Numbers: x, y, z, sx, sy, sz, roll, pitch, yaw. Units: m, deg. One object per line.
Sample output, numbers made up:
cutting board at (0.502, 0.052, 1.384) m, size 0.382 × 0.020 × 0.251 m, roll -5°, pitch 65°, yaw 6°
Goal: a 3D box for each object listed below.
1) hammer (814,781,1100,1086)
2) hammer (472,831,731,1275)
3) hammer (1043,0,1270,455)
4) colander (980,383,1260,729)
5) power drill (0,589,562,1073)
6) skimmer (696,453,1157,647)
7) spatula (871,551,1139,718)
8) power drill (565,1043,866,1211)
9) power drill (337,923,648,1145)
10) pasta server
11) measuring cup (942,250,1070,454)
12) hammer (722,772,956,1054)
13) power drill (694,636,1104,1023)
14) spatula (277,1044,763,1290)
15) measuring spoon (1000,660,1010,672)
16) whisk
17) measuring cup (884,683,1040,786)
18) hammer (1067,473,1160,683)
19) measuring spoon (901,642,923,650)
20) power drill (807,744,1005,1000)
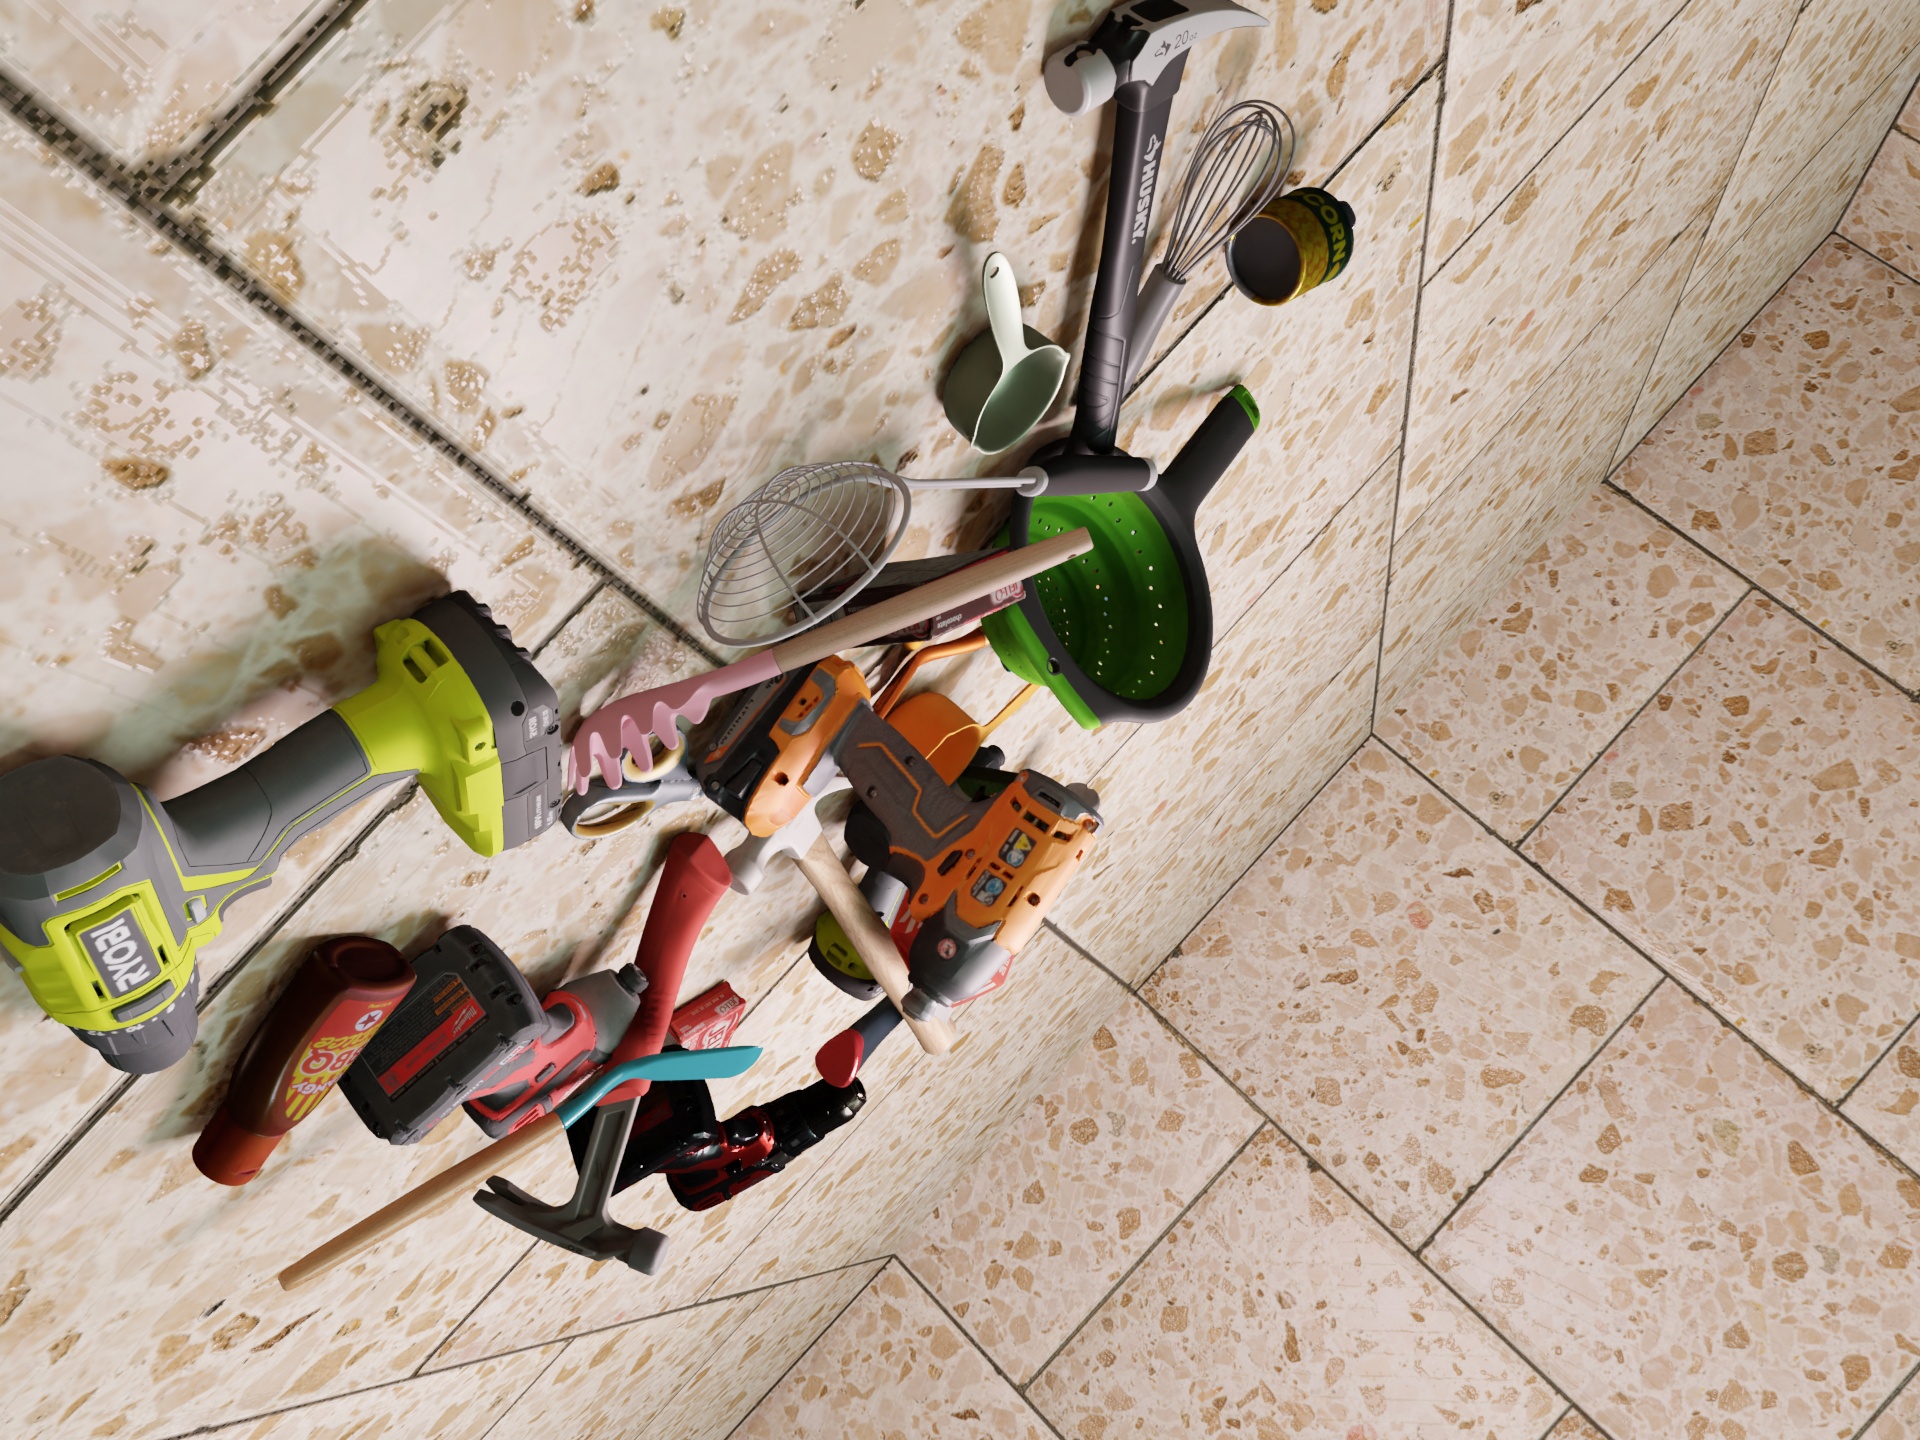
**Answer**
hammer at (0.000, 0.203, 1.421) m, size 0.386 × 0.038 × 0.143 m, roll -40°, pitch 157°, yaw -42°
hammer at (-0.241, 0.234, 1.128) m, size 0.037 × 0.149 × 0.359 m, roll -58°, pitch 169°, yaw -66°
hammer at (0.096, -0.264, 0.934) m, size 0.146 × 0.035 × 0.334 m, roll -38°, pitch 154°, yaw -26°
colander at (0.117, -0.134, 1.166) m, size 0.094 × 0.204 × 0.397 m, roll -20°, pitch -157°, yaw 44°
power drill at (-0.292, 0.055, 0.693) m, size 0.228 × 0.080 × 0.190 m, roll -32°, pitch 155°, yaw -31°
skimmer at (0.004, -0.107, 0.919) m, size 0.363 × 0.127 × 0.090 m, roll -13°, pitch 100°, yaw -48°
spatula at (0.037, -0.062, 1.175) m, size 0.322 × 0.041 × 0.081 m, roll -28°, pitch 175°, yaw -28°
power drill at (-0.194, 0.332, 1.304) m, size 0.188 × 0.080 × 0.226 m, roll -30°, pitch 151°, yaw 8°
power drill at (-0.279, 0.196, 0.987) m, size 0.143 × 0.079 × 0.219 m, roll -41°, pitch 164°, yaw -3°
pasta server at (-0.073, -0.036, 0.875) m, size 0.316 × 0.040 × 0.060 m, roll -22°, pitch 169°, yaw 1°
measuring cup at (0.017, -0.214, 0.891) m, size 0.083 × 0.038 × 0.167 m, roll -44°, pitch 158°, yaw -10°
hammer at (-0.072, 0.158, 1.219) m, size 0.130 × 0.031 × 0.331 m, roll -55°, pitch 140°, yaw -25°
power drill at (-0.048, 0.067, 0.972) m, size 0.164 × 0.226 × 0.084 m, roll -55°, pitch 162°, yaw -7°
spatula at (-0.275, 0.279, 1.018) m, size 0.317 × 0.044 × 0.082 m, roll -27°, pitch 167°, yaw -28°
measuring spoon at (0.053, -0.058, 1.305) m, size 0.042 × 0.021 × 0.128 m, roll -51°, pitch 170°, yaw 5°
whisk at (0.134, -0.278, 1.002) m, size 0.055 × 0.055 × 0.238 m, roll -26°, pitch 156°, yaw -46°
measuring cup at (-0.002, -0.004, 1.233) m, size 0.173 × 0.052 × 0.095 m, roll -40°, pitch 159°, yaw -26°
hammer at (0.139, -0.094, 1.385) m, size 0.128 × 0.033 × 0.330 m, roll -46°, pitch 161°, yaw -8°
measuring spoon at (0.000, -0.076, 1.156) m, size 0.117 × 0.011 × 0.021 m, roll -31°, pitch 155°, yaw -40°
power drill at (-0.042, 0.122, 1.353) m, size 0.171 × 0.080 × 0.223 m, roll -32°, pitch 153°, yaw -43°
